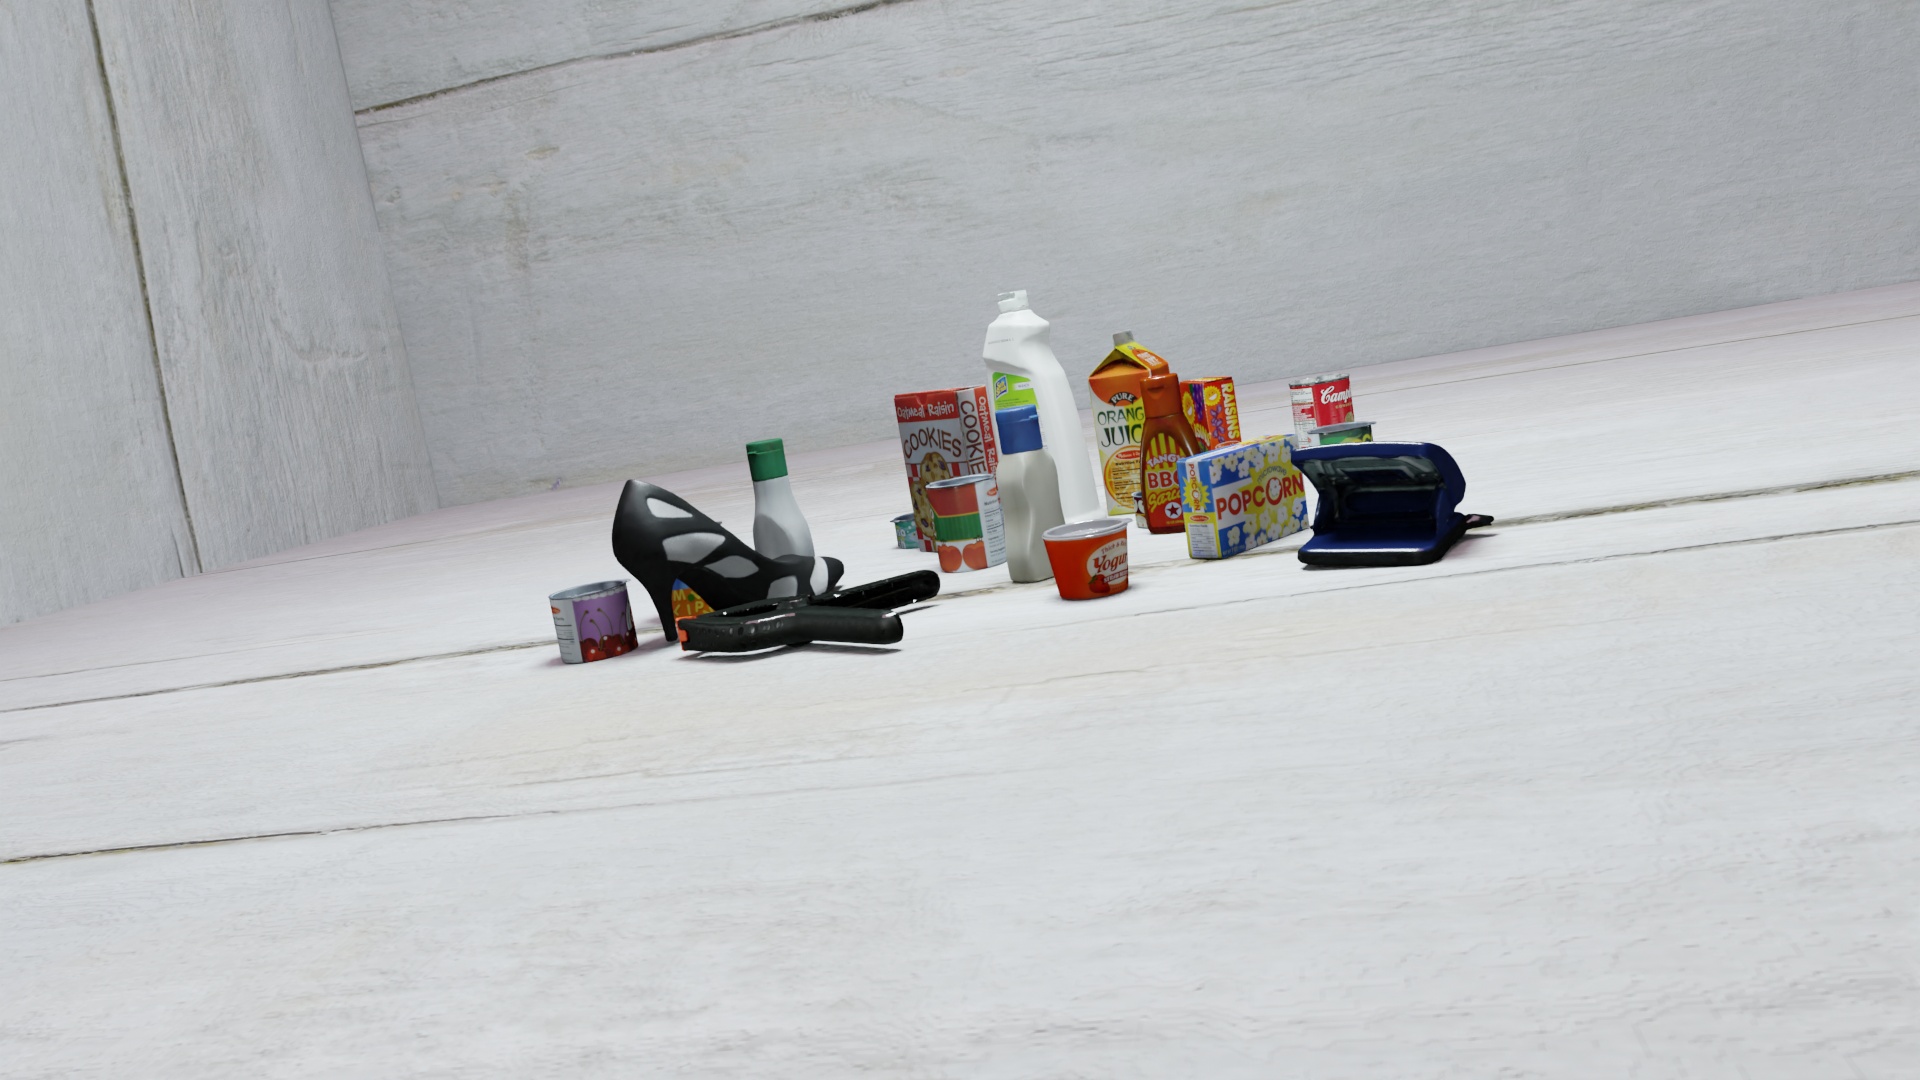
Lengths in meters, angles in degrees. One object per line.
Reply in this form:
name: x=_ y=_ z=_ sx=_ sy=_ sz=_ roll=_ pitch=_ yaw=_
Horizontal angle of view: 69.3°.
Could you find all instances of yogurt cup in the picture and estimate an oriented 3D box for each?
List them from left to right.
yogurt cup: x=0.101 y=0.015 z=1.091 sx=0.072 sy=0.054 sz=0.072 roll=-9 pitch=8 yaw=1

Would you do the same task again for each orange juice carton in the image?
orange juice carton: x=0.188 y=-0.129 z=1.491 sx=0.073 sy=0.192 sz=0.072 roll=-6 pitch=9 yaw=26

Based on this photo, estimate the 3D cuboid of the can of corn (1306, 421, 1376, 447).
can of corn: x=0.401 y=-0.091 z=1.450 sx=0.071 sy=0.058 sz=0.071 roll=-9 pitch=8 yaw=1

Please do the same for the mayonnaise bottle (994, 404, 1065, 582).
mayonnaise bottle: x=0.059 y=-0.042 z=1.196 sx=0.041 sy=0.148 sz=0.065 roll=-3 pitch=10 yaw=40

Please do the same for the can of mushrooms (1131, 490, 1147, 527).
can of mushrooms: x=0.205 y=-0.035 z=1.382 sx=0.071 sy=0.033 sz=0.071 roll=-9 pitch=8 yaw=1

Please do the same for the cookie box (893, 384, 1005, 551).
cookie box: x=-0.010 y=-0.071 z=1.413 sx=0.040 sy=0.167 sz=0.123 roll=-14 pitch=9 yaw=-32

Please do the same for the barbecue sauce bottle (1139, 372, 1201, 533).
barbecue sauce bottle: x=0.198 y=-0.083 z=1.315 sx=0.065 sy=0.148 sz=0.044 roll=-6 pitch=8 yaw=24

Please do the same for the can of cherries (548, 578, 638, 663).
can of cherries: x=-0.311 y=0.068 z=1.188 sx=0.071 sy=0.058 sz=0.071 roll=-9 pitch=8 yaw=1

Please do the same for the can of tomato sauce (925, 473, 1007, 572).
can of tomato sauce: x=0.005 y=-0.017 z=1.316 sx=0.071 sy=0.083 sz=0.071 roll=-10 pitch=8 yaw=1

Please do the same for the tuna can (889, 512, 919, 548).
tuna can: x=-0.041 y=-0.013 z=1.520 sx=0.071 sy=0.032 sz=0.071 roll=-9 pitch=8 yaw=1

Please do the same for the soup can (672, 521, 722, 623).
soup can: x=-0.251 y=0.029 z=1.301 sx=0.071 sy=0.083 sz=0.071 roll=-10 pitch=8 yaw=1

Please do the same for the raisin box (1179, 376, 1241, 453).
raisin box: x=0.286 y=-0.122 z=1.569 sx=0.040 sy=0.123 sz=0.086 roll=-11 pitch=8 yaw=-7

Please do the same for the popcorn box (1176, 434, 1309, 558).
popcorn box: x=0.242 y=-0.039 z=1.185 sx=0.127 sy=0.085 sz=0.038 roll=-16 pitch=10 yaw=-39

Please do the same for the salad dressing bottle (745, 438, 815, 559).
salad dressing bottle: x=-0.181 y=-0.026 z=1.374 sx=0.064 sy=0.147 sz=0.044 roll=-3 pitch=10 yaw=39
